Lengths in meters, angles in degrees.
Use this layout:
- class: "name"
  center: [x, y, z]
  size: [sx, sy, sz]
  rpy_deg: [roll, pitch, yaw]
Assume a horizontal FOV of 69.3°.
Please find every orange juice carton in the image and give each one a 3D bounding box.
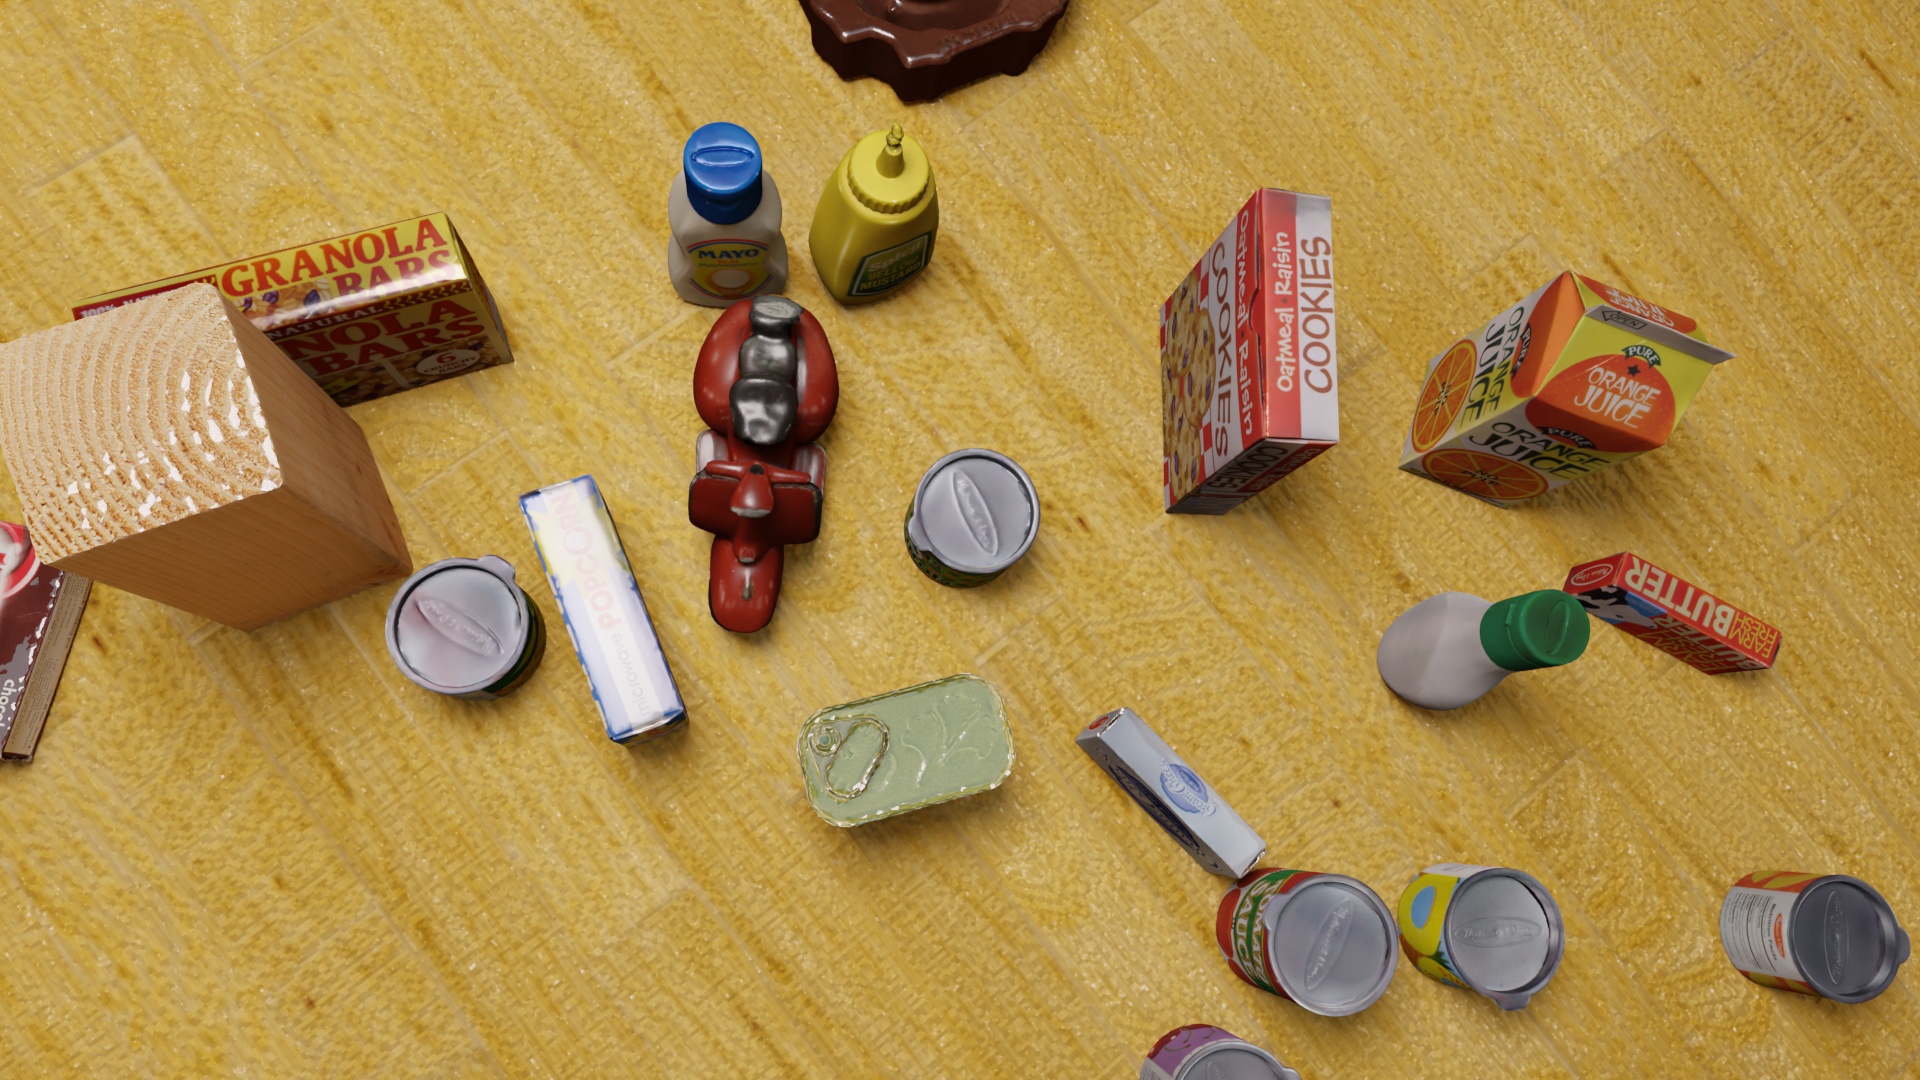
- class: "orange juice carton"
  center: [0.312, -0.079, 0.728]
  size: [0.072, 0.192, 0.073]
  rpy_deg: [21, 77, -4]

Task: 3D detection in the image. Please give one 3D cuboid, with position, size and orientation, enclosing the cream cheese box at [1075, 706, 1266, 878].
- class: "cream cheese box"
  center: [0.109, 0.132, 0.729]
  size: [0.104, 0.053, 0.024]
  rpy_deg: [45, 77, 2]

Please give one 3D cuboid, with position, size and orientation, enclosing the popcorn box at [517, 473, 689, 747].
- class: "popcorn box"
  center: [-0.175, 0.038, 0.690]
  size: [0.038, 0.085, 0.127]
  rpy_deg: [-22, 83, -11]

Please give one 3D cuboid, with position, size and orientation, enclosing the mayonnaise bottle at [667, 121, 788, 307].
- class: "mayonnaise bottle"
  center: [-0.119, -0.162, 0.705]
  size: [0.065, 0.147, 0.041]
  rpy_deg: [-4, 80, -9]

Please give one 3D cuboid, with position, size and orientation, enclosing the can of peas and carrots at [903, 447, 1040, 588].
- class: "can of peas and carrots"
  center: [0.003, -0.009, 0.739]
  size: [0.071, 0.058, 0.071]
  rpy_deg: [2, 79, -8]

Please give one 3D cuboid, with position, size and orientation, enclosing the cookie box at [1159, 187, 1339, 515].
- class: "cookie box"
  center: [0.144, -0.090, 0.719]
  size: [0.040, 0.167, 0.123]
  rpy_deg: [2, 79, -8]

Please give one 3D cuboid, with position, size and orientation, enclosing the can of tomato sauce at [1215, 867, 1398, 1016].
- class: "can of tomato sauce"
  center: [0.172, 0.201, 0.709]
  size: [0.071, 0.083, 0.071]
  rpy_deg: [2, 79, -8]

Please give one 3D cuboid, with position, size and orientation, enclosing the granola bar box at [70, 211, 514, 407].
- class: "granola bar box"
  center: [-0.315, -0.101, 0.677]
  size: [0.166, 0.124, 0.039]
  rpy_deg: [-17, 82, -11]

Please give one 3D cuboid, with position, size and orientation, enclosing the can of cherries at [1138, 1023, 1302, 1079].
- class: "can of cherries"
  center: [0.131, 0.281, 0.700]
  size: [0.071, 0.058, 0.071]
  rpy_deg: [2, 79, -8]

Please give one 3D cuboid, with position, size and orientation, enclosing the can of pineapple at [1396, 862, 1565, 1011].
- class: "can of pineapple"
  center: [0.273, 0.207, 0.735]
  size: [0.071, 0.057, 0.071]
  rpy_deg: [2, 79, -8]

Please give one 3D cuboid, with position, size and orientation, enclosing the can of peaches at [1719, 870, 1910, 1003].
- class: "can of peaches"
  center: [0.466, 0.216, 0.761]
  size: [0.071, 0.058, 0.071]
  rpy_deg: [2, 79, -8]

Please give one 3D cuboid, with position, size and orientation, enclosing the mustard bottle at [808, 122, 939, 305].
- class: "mustard bottle"
  center: [-0.042, -0.169, 0.712]
  size: [0.065, 0.160, 0.049]
  rpy_deg: [-25, 84, -12]

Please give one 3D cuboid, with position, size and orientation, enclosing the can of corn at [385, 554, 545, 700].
- class: "can of corn"
  center: [-0.243, 0.044, 0.693]
  size: [0.071, 0.058, 0.071]
  rpy_deg: [2, 79, -8]

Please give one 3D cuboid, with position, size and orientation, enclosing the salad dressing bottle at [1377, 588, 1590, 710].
- class: "salad dressing bottle"
  center: [0.267, 0.054, 0.719]
  size: [0.044, 0.147, 0.064]
  rpy_deg: [23, 77, -3]

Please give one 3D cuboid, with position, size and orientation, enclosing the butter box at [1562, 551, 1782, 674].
- class: "butter box"
  center: [0.403, 0.042, 0.789]
  size: [0.103, 0.053, 0.024]
  rpy_deg: [27, 77, -2]
